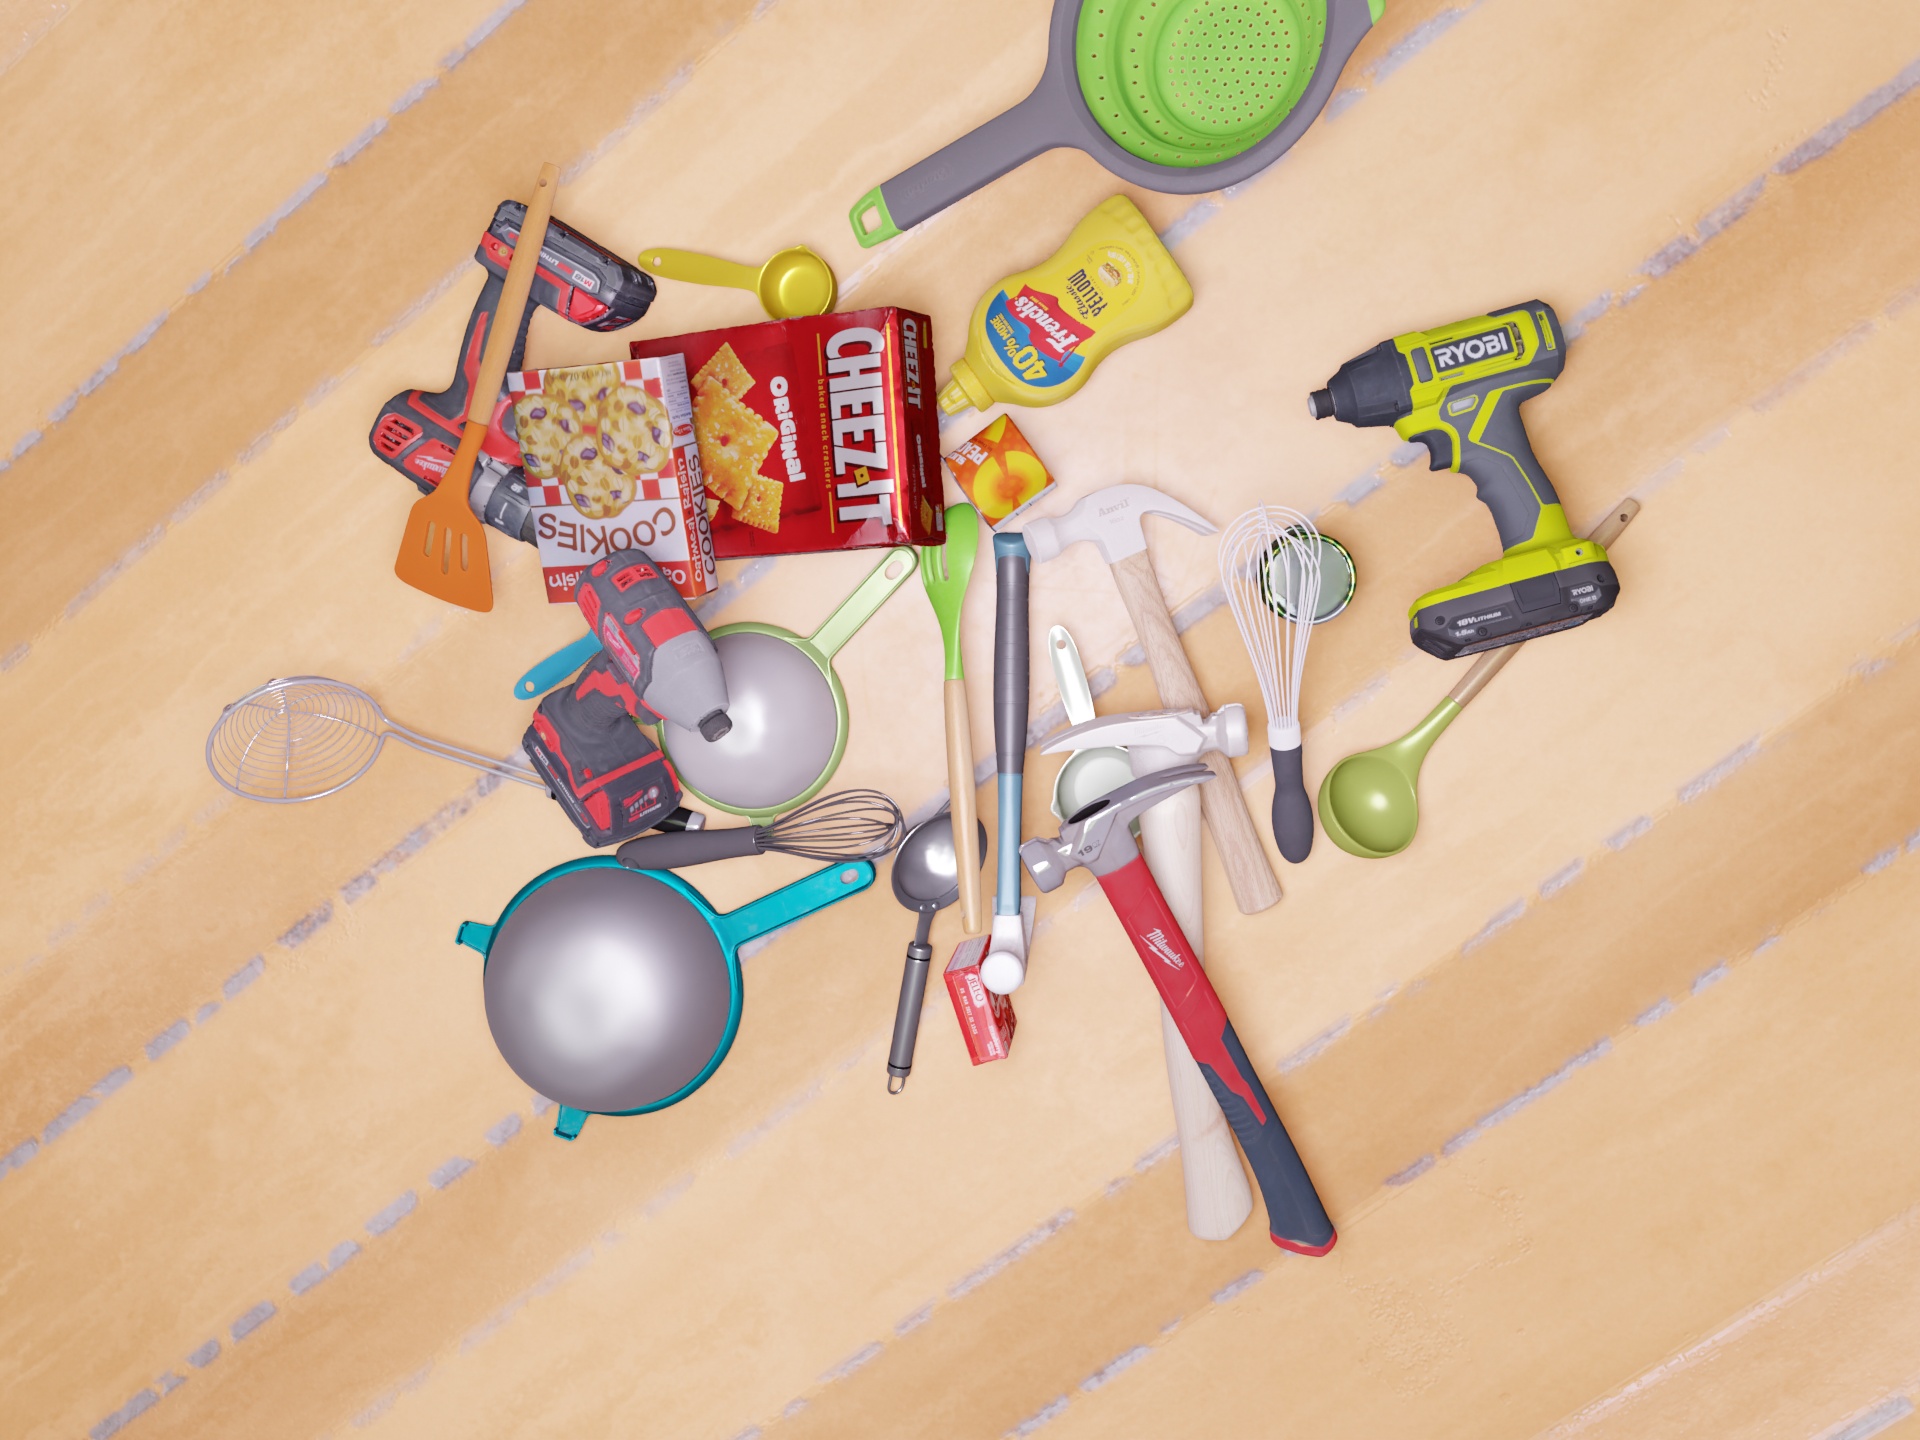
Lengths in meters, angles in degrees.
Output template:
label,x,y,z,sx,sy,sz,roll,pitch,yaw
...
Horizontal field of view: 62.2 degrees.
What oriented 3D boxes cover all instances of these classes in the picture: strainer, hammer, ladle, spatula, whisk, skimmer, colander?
label,x,y,z,sx,sy,sz,roll,pitch,yaw
strainer,-0.222,0.188,1.204,0.340,0.095,0.211,-25,93,10
hammer,0.191,0.217,1.128,0.143,0.038,0.386,-29,105,1
hammer,0.154,0.193,1.165,0.146,0.038,0.410,-6,104,7
hammer,0.165,-0.014,1.158,0.130,0.031,0.331,-24,98,-9
strainer,-0.032,0.167,1.208,0.086,0.050,0.258,0,106,-37
hammer,0.037,0.025,1.156,0.033,0.128,0.331,1,88,6
ladle,0.374,-0.032,1.133,0.078,0.062,0.320,40,97,-3
spatula,-0.334,-0.236,1.135,0.081,0.041,0.322,21,100,5
whisk,0.223,-0.018,1.107,0.070,0.070,0.284,-8,117,7
whisk,-0.151,0.087,1.179,0.239,0.055,0.055,-8,96,18
skimmer,-0.380,0.052,1.210,0.363,0.090,0.127,16,131,2
strainer,-0.126,-0.034,1.181,0.151,0.069,0.256,45,101,0
colander,0.101,-0.430,1.110,0.397,0.094,0.204,-22,89,26

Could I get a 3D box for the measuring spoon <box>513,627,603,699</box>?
label,x,y,z,sx,sy,sz,roll,pitch,yaw
measuring spoon,-0.293,-0.052,1.228,0.128,0.021,0.042,-31,93,18

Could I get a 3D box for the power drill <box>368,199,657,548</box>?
label,x,y,z,sx,sy,sz,roll,pitch,yaw
power drill,-0.312,-0.243,1.177,0.188,0.080,0.226,32,102,2

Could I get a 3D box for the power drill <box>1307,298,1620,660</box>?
label,x,y,z,sx,sy,sz,roll,pitch,yaw
power drill,0.347,-0.162,1.097,0.171,0.080,0.223,-15,81,7

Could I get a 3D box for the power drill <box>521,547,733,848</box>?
label,x,y,z,sx,sy,sz,roll,pitch,yaw
power drill,-0.228,-0.006,1.115,0.143,0.078,0.219,53,142,12

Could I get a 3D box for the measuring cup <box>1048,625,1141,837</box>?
label,x,y,z,sx,sy,sz,roll,pitch,yaw
measuring cup,0.095,0.010,1.178,0.083,0.038,0.167,-16,93,8

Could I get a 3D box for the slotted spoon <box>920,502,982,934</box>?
label,x,y,z,sx,sy,sz,roll,pitch,yaw
slotted spoon,-0.002,-0.004,1.147,0.031,0.070,0.314,0,83,-32

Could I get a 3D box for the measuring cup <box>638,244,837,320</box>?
label,x,y,z,sx,sy,sz,roll,pitch,yaw
measuring cup,-0.164,-0.327,1.178,0.156,0.029,0.062,14,98,14
